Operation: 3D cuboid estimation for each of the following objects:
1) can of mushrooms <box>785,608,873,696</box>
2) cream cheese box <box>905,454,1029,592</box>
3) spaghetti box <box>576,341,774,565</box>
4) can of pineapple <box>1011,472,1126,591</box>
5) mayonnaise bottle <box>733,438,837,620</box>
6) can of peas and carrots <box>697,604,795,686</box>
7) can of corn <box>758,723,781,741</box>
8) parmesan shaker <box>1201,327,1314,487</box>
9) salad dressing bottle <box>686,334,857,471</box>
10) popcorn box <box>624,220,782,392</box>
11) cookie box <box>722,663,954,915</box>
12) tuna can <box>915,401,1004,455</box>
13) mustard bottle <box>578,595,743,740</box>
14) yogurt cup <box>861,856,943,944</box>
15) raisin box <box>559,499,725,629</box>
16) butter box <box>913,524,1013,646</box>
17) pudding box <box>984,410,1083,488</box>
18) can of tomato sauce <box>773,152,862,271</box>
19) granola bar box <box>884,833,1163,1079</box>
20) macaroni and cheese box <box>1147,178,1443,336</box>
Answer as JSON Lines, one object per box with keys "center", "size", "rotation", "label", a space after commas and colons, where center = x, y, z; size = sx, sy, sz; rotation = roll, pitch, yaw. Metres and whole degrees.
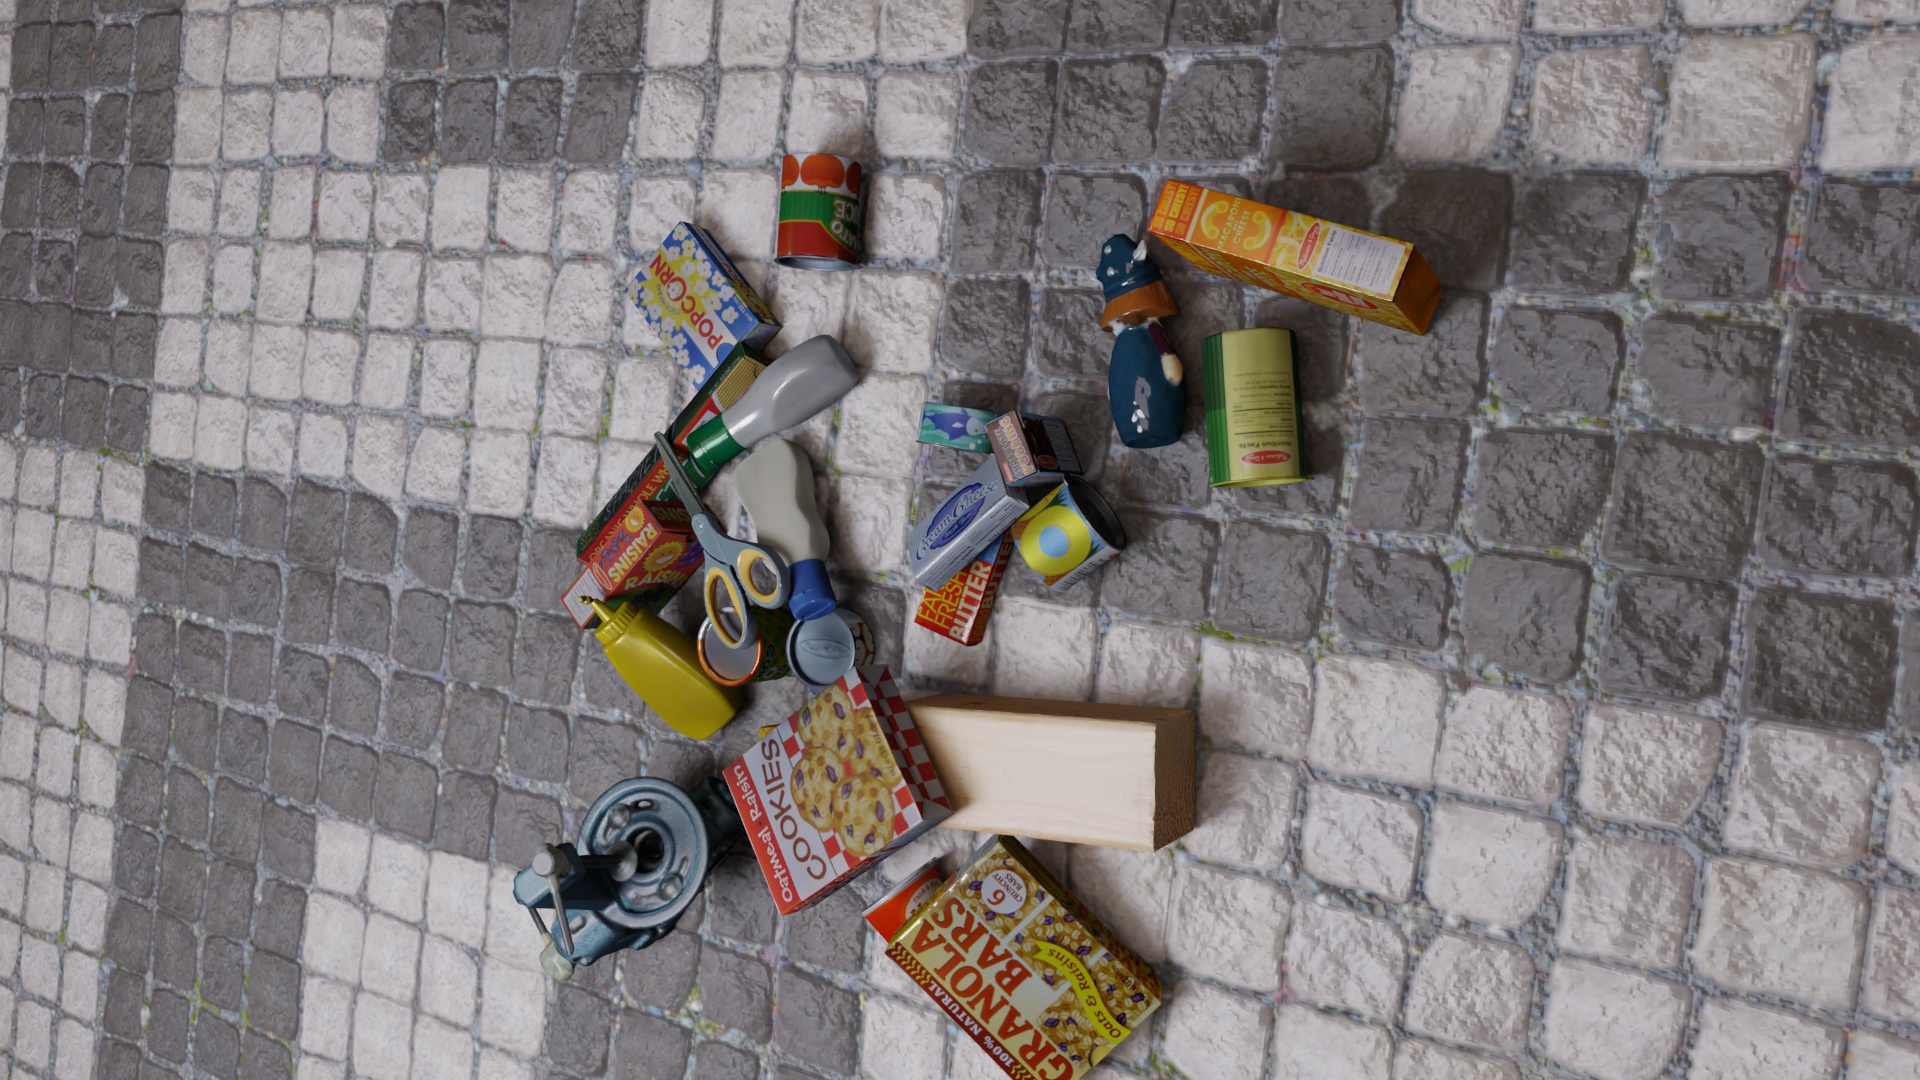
{"center": [-0.107, 0.090, 1.132], "size": [0.071, 0.033, 0.071], "rotation": [0, 89, 27], "label": "can of mushrooms"}
{"center": [0.004, -0.013, 1.038], "size": [0.103, 0.024, 0.053], "rotation": [-42, 34, 22], "label": "cream cheese box"}
{"center": [-0.241, -0.064, 1.191], "size": [0.249, 0.050, 0.029], "rotation": [-46, 36, 19], "label": "spaghetti box"}
{"center": [0.078, -0.006, 1.019], "size": [0.057, 0.071, 0.071], "rotation": [-38, 73, 22], "label": "can of pineapple"}
{"center": [-0.138, -0.007, 1.128], "size": [0.064, 0.041, 0.148], "rotation": [-31, 63, 20], "label": "mayonnaise bottle"}
{"center": [-0.174, 0.088, 1.153], "size": [0.071, 0.059, 0.071], "rotation": [0, 90, 28], "label": "can of peas and carrots"}
{"center": [-0.128, 0.176, 1.121], "size": [0.071, 0.071, 0.058], "rotation": [-10, 85, 27], "label": "can of corn"}
{"center": [0.204, -0.090, 0.957], "size": [0.071, 0.071, 0.103], "rotation": [-5, 87, 27], "label": "parmesan shaker"}
{"center": [-0.155, -0.110, 1.133], "size": [0.147, 0.064, 0.044], "rotation": [-32, 62, 12], "label": "salad dressing bottle"}
{"center": [-0.222, -0.200, 1.192], "size": [0.085, 0.038, 0.127], "rotation": [-45, 71, 19], "label": "popcorn box"}
{"center": [-0.094, 0.186, 1.028], "size": [0.166, 0.040, 0.123], "rotation": [-39, 66, 31], "label": "cookie box"}
{"center": [0.003, -0.085, 1.059], "size": [0.071, 0.071, 0.033], "rotation": [12, 95, 27], "label": "tuna can"}
{"center": [-0.255, 0.097, 1.159], "size": [0.065, 0.049, 0.160], "rotation": [-37, 108, 21], "label": "mustard bottle"}
{"center": [-0.035, 0.290, 1.077], "size": [0.072, 0.072, 0.054], "rotation": [-40, 81, 22], "label": "yogurt cup"}
{"center": [-0.271, 0.021, 1.188], "size": [0.123, 0.086, 0.040], "rotation": [-47, 68, 19], "label": "raisin box"}
{"center": [0.004, 0.025, 1.081], "size": [0.053, 0.024, 0.103], "rotation": [22, 99, 26], "label": "butter box"}
{"center": [0.055, -0.066, 1.022], "size": [0.030, 0.084, 0.050], "rotation": [-24, 79, 25], "label": "pudding box"}
{"center": [-0.113, -0.264, 1.121], "size": [0.071, 0.071, 0.083], "rotation": [4, 91, 27], "label": "can of tomato sauce"}
{"center": [0.046, 0.312, 1.014], "size": [0.165, 0.039, 0.124], "rotation": [44, 101, 3], "label": "granola bar box"}
{"center": [0.222, -0.186, 0.914], "size": [0.166, 0.124, 0.040], "rotation": [23, 98, 26], "label": "macaroni and cheese box"}
